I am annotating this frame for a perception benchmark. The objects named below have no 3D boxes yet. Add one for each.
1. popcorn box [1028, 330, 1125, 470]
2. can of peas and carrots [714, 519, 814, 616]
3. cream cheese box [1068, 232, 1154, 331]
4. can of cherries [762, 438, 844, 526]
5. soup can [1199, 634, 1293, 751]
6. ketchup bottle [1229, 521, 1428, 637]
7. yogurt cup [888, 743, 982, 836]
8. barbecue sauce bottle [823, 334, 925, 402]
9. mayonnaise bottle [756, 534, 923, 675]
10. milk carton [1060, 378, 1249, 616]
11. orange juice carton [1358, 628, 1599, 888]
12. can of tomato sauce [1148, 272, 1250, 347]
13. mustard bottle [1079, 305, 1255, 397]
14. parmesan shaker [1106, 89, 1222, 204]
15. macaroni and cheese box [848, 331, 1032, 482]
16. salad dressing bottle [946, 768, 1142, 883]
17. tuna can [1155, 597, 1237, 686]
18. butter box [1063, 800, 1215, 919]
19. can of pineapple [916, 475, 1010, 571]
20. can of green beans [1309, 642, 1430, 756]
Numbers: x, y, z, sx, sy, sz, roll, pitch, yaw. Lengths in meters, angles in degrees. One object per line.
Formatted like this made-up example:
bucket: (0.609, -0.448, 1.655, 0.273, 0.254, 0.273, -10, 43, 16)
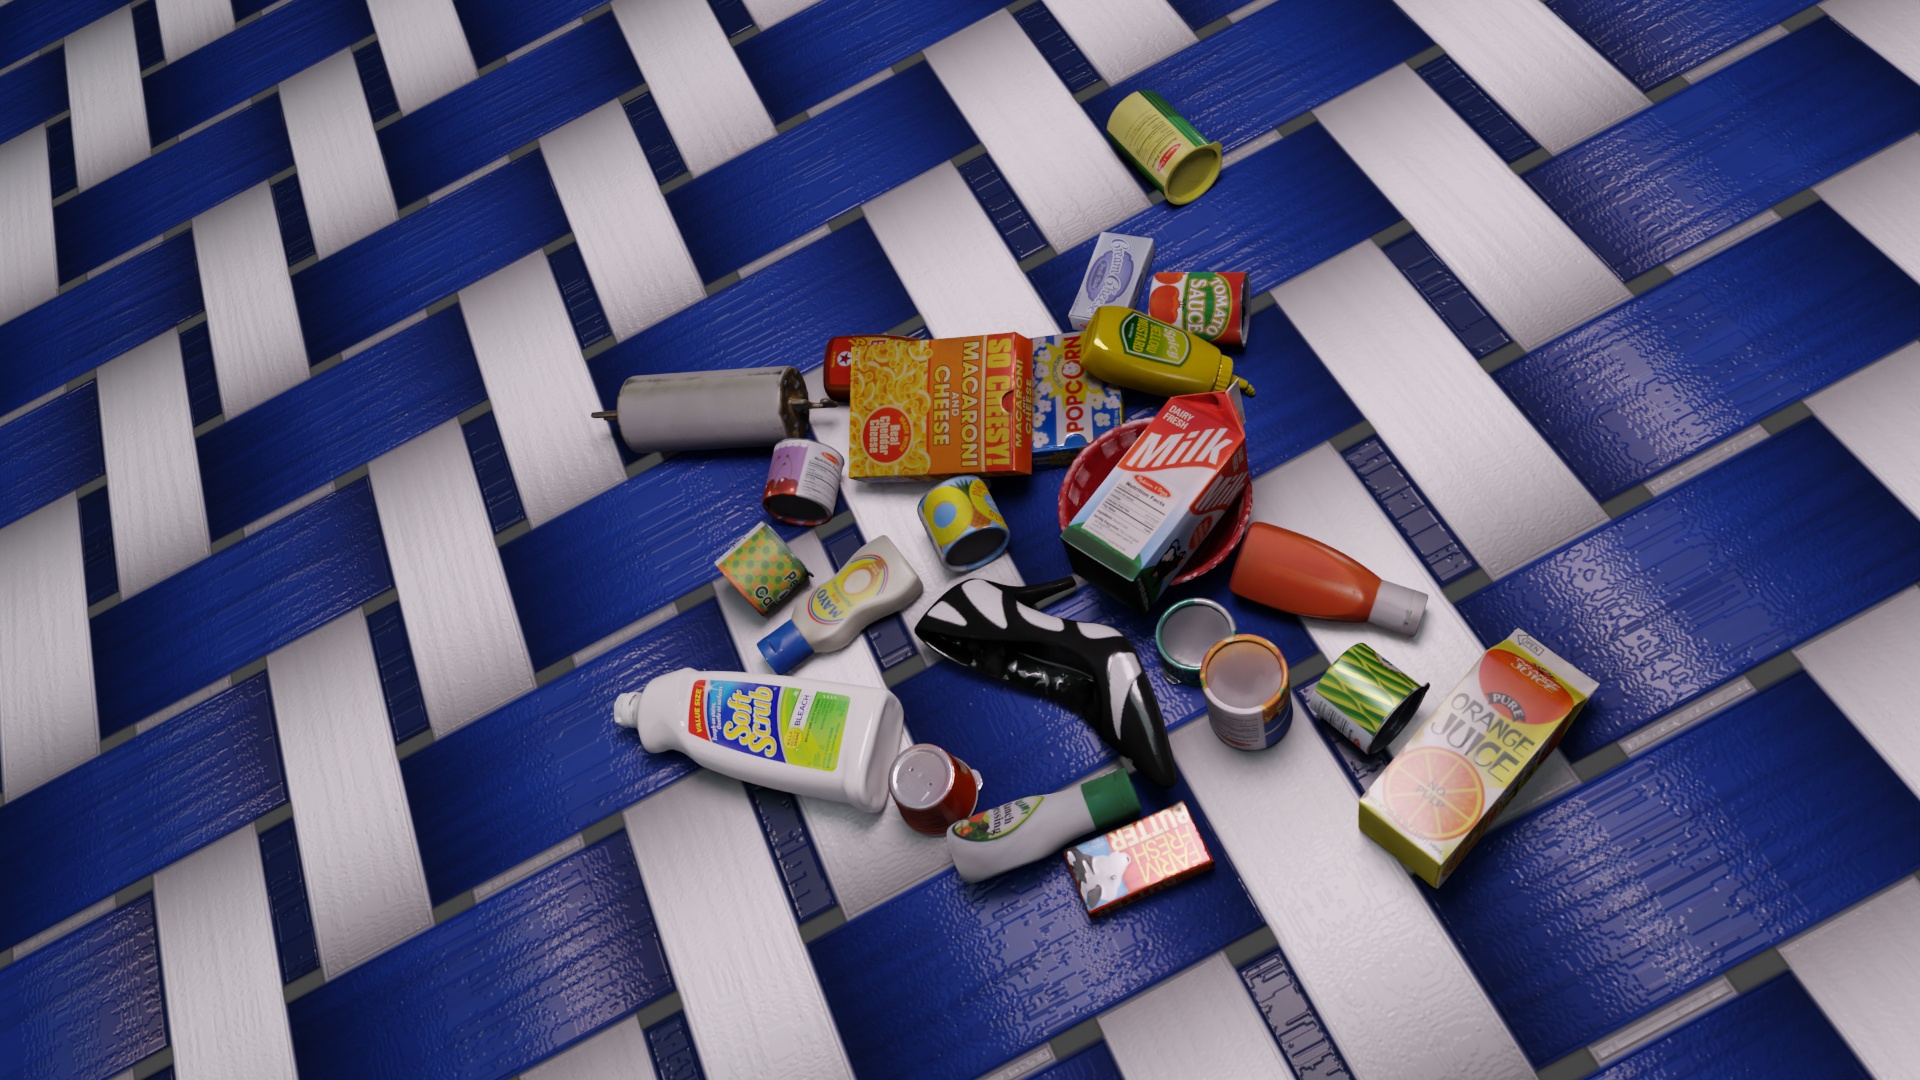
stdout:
popcorn box: (0.105, -0.129, 1.258, 0.085, 0.038, 0.127, -5, 61, 11)
can of peas and carrots: (-0.174, 0.027, 1.234, 0.059, 0.070, 0.071, -42, 60, -8)
cream cheese box: (0.144, -0.244, 1.316, 0.053, 0.024, 0.104, 13, 67, 21)
can of cherries: (-0.145, -0.052, 1.270, 0.071, 0.071, 0.058, 2, 64, 16)
soup can: (0.221, 0.115, 1.069, 0.071, 0.083, 0.071, -7, 61, 12)
ketchup bottle: (0.294, 0.036, 1.109, 0.149, 0.043, 0.064, 20, 104, 17)
yogurt cup: (-0.024, 0.196, 1.109, 0.072, 0.053, 0.073, -7, 61, 13)
barbecue sauce bottle: (-0.054, -0.165, 1.317, 0.148, 0.043, 0.065, -1, 68, 14)
mayonnaise bottle: (-0.107, 0.061, 1.211, 0.148, 0.041, 0.065, -36, 61, -6)
milk carton: (0.170, -0.042, 1.109, 0.073, 0.072, 0.191, 33, 76, 27)
orange juice carton: (0.378, 0.152, 1.012, 0.072, 0.072, 0.193, 38, 77, 29)
can of tomato sauce: (0.216, -0.209, 1.252, 0.083, 0.071, 0.071, 4, 64, 18)
mustard bottle: (0.188, -0.158, 1.225, 0.160, 0.048, 0.065, 16, 61, -6)
parmesan shaker: (0.200, -0.386, 1.353, 0.071, 0.071, 0.103, -33, 59, -3)
macaroni and cheese box: (-0.019, -0.116, 1.241, 0.166, 0.040, 0.123, -2, 85, 27)
salad dressing bottle: (0.065, 0.218, 1.069, 0.147, 0.064, 0.044, -21, 102, 4)
tuna can: (0.190, 0.083, 1.124, 0.071, 0.032, 0.071, -6, 61, 12)
butter box: (0.136, 0.243, 1.057, 0.103, 0.024, 0.053, -23, 58, 2)
can of pineapple: (0.004, -0.015, 1.207, 0.071, 0.070, 0.058, -27, 60, 0)
can of green beans: (0.308, 0.120, 1.053, 0.071, 0.071, 0.058, -44, 60, -10)
